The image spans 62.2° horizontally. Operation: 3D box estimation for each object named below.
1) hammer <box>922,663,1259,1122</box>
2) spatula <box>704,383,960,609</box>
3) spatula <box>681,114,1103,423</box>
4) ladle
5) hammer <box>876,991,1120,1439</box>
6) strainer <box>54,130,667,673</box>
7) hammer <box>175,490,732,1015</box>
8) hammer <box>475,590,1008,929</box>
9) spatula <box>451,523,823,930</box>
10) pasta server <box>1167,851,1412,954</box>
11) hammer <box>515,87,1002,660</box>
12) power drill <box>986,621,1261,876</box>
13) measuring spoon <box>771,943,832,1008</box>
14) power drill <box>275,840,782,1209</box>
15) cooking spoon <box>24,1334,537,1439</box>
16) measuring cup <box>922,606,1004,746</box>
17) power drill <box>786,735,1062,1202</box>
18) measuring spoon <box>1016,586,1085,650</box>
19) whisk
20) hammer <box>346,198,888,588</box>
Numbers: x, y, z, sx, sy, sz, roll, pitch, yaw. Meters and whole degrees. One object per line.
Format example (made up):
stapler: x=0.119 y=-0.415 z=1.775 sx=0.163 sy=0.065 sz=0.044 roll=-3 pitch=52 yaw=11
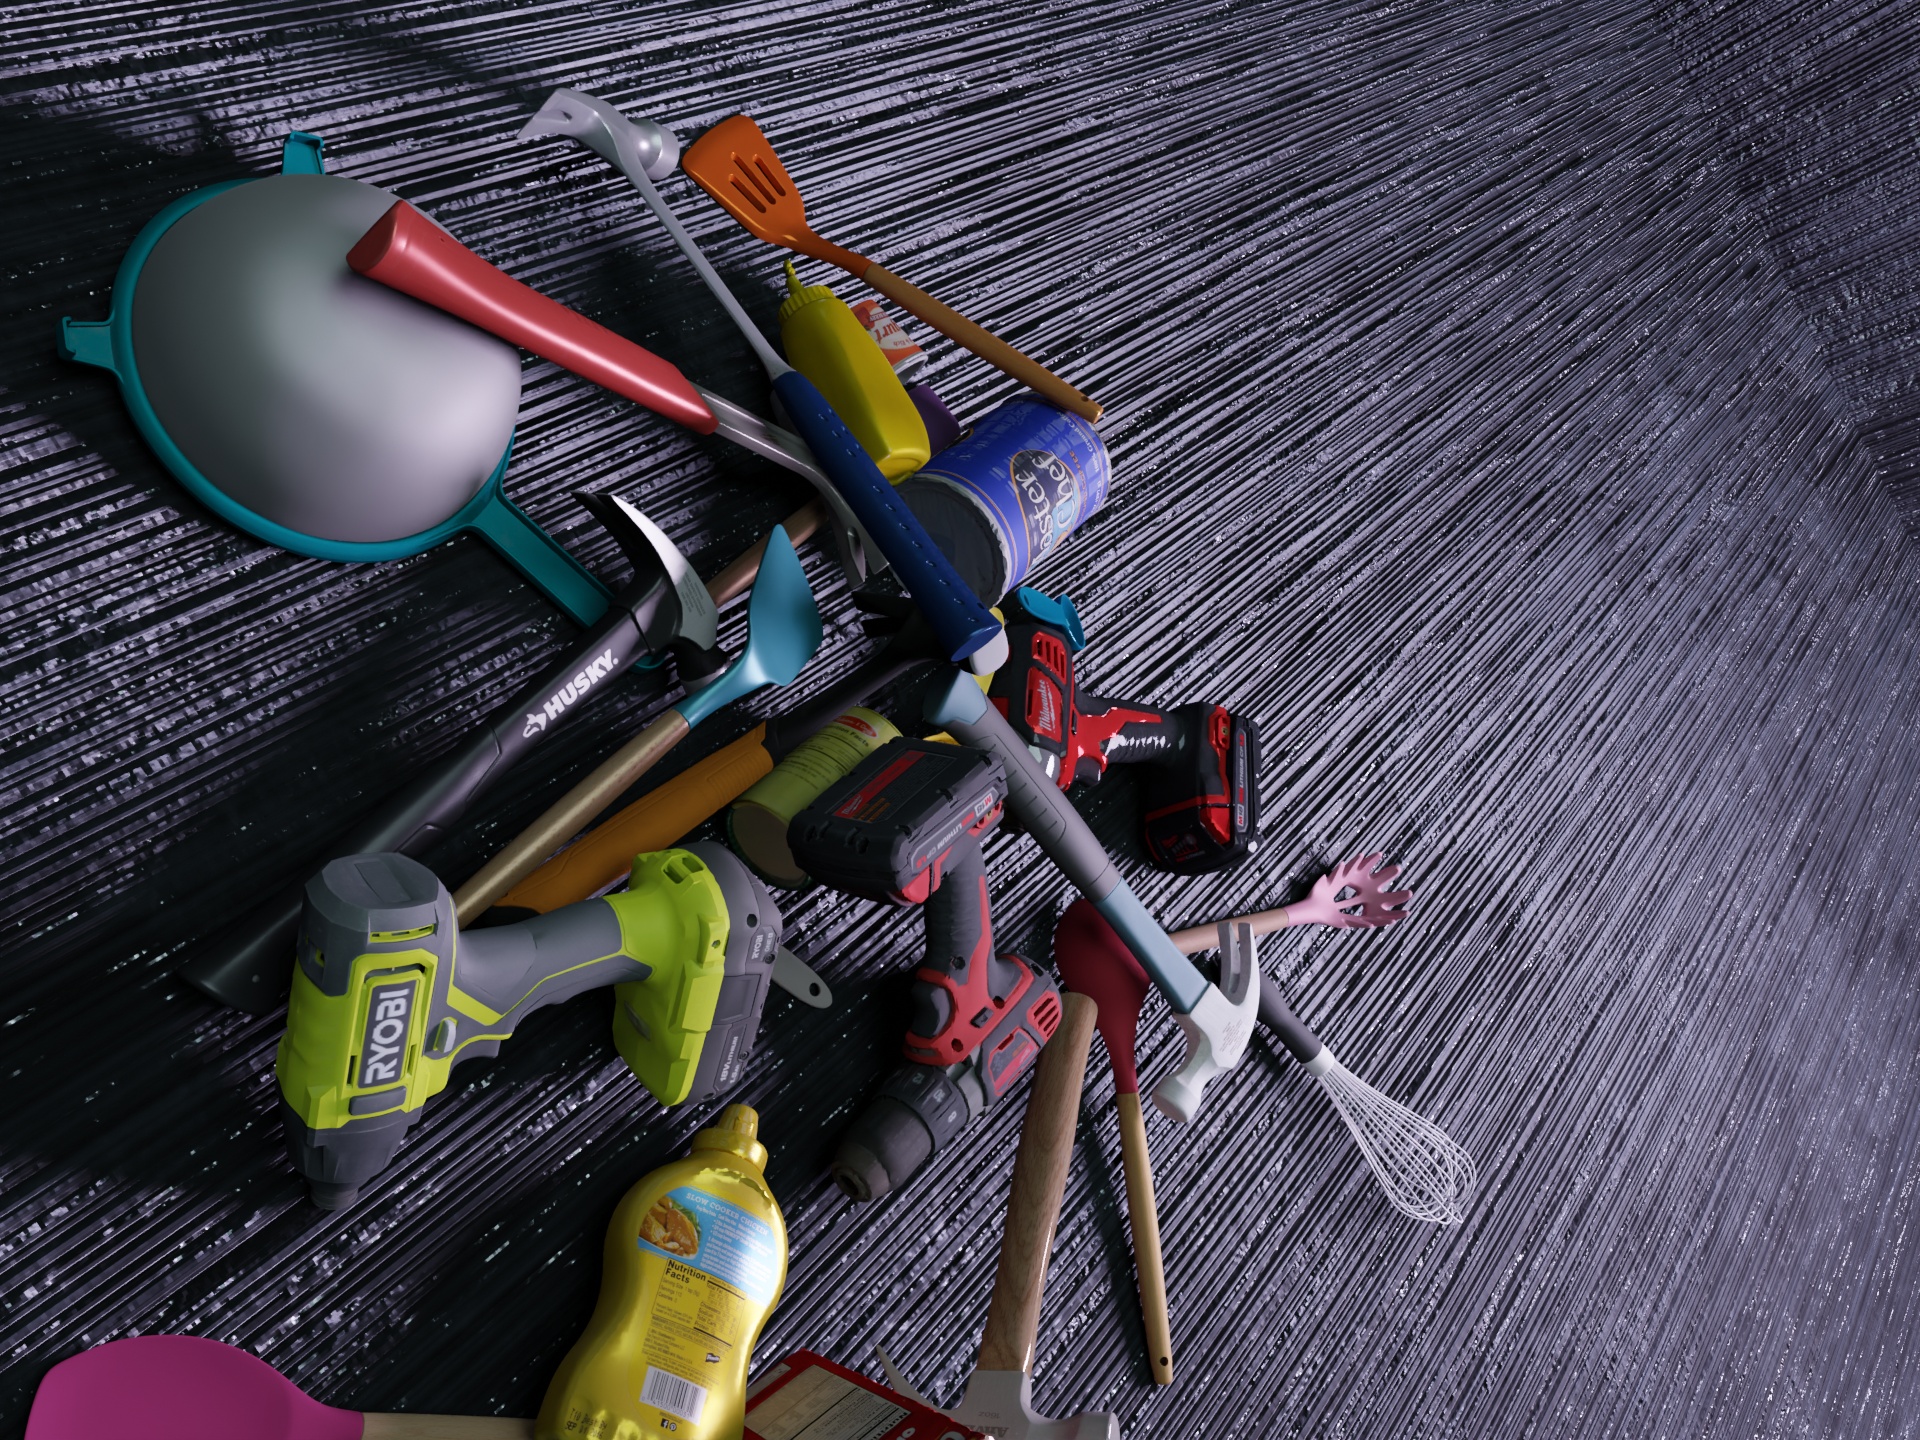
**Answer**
hammer: x=0.084 y=0.099 z=1.019 sx=0.128 sy=0.033 sz=0.330 roll=-47 pitch=109 yaw=-27
spatula: x=-0.090 y=-0.135 z=1.029 sx=0.059 sy=0.018 sz=0.316 roll=51 pitch=48 yaw=-8
spatula: x=-0.040 y=-0.296 z=1.069 sx=0.322 sy=0.041 sz=0.081 roll=33 pitch=52 yaw=4
ladle: x=0.112 y=0.272 z=1.049 sx=0.069 sy=0.031 sz=0.315 roll=-5 pitch=80 yaw=-13
hammer: x=0.040 y=0.277 z=0.910 sx=0.331 sy=0.130 sz=0.031 roll=-72 pitch=152 yaw=-55
strainer: x=-0.264 y=-0.152 z=0.831 sx=0.340 sy=0.095 sz=0.211 roll=45 pitch=51 yaw=-22
hammer: x=-0.248 y=0.019 z=0.802 sx=0.335 sy=0.035 sz=0.146 roll=-48 pitch=132 yaw=-34
hammer: x=-0.129 y=0.022 z=0.898 sx=0.337 sy=0.127 sz=0.034 roll=-36 pitch=124 yaw=-31
spatula: x=-0.174 y=0.015 z=0.849 sx=0.317 sy=0.044 sz=0.082 roll=-44 pitch=133 yaw=-30
pasta server: x=0.228 y=0.149 z=1.187 sx=0.316 sy=0.040 sz=0.060 roll=-6 pitch=67 yaw=-40
hammer: x=-0.110 y=-0.205 z=0.921 sx=0.405 sy=0.035 sz=0.144 roll=54 pitch=21 yaw=8
power drill: x=0.105 y=0.031 z=1.101 sx=0.219 sy=0.078 sz=0.143 roll=21 pitch=62 yaw=-31
measuring spoon: x=-0.115 y=0.127 z=0.914 sx=0.124 sy=0.018 sz=0.034 roll=43 pitch=52 yaw=-22
power drill: x=-0.207 y=0.140 z=0.761 sx=0.223 sy=0.080 sz=0.171 roll=-4 pitch=118 yaw=-42
cooking spoon: x=-0.251 y=0.327 z=0.728 sx=0.318 sy=0.017 sz=0.069 roll=20 pitch=61 yaw=-33
measuring cup: x=-0.002 y=-0.003 z=1.037 sx=0.062 sy=0.029 sz=0.157 roll=24 pitch=65 yaw=-15
power drill: x=-0.026 y=0.144 z=0.909 sx=0.188 sy=0.080 sz=0.226 roll=-40 pitch=127 yaw=-41
measuring spoon: x=0.056 y=-0.072 z=1.099 sx=0.128 sy=0.021 sz=0.042 roll=15 pitch=57 yaw=-66
whisk: x=0.285 y=0.273 z=1.185 sx=0.284 sy=0.070 sz=0.070 roll=47 pitch=50 yaw=-11
hammer: x=-0.171 y=-0.180 z=0.870 sx=0.358 sy=0.036 sz=0.149 roll=18 pitch=44 yaw=-56
